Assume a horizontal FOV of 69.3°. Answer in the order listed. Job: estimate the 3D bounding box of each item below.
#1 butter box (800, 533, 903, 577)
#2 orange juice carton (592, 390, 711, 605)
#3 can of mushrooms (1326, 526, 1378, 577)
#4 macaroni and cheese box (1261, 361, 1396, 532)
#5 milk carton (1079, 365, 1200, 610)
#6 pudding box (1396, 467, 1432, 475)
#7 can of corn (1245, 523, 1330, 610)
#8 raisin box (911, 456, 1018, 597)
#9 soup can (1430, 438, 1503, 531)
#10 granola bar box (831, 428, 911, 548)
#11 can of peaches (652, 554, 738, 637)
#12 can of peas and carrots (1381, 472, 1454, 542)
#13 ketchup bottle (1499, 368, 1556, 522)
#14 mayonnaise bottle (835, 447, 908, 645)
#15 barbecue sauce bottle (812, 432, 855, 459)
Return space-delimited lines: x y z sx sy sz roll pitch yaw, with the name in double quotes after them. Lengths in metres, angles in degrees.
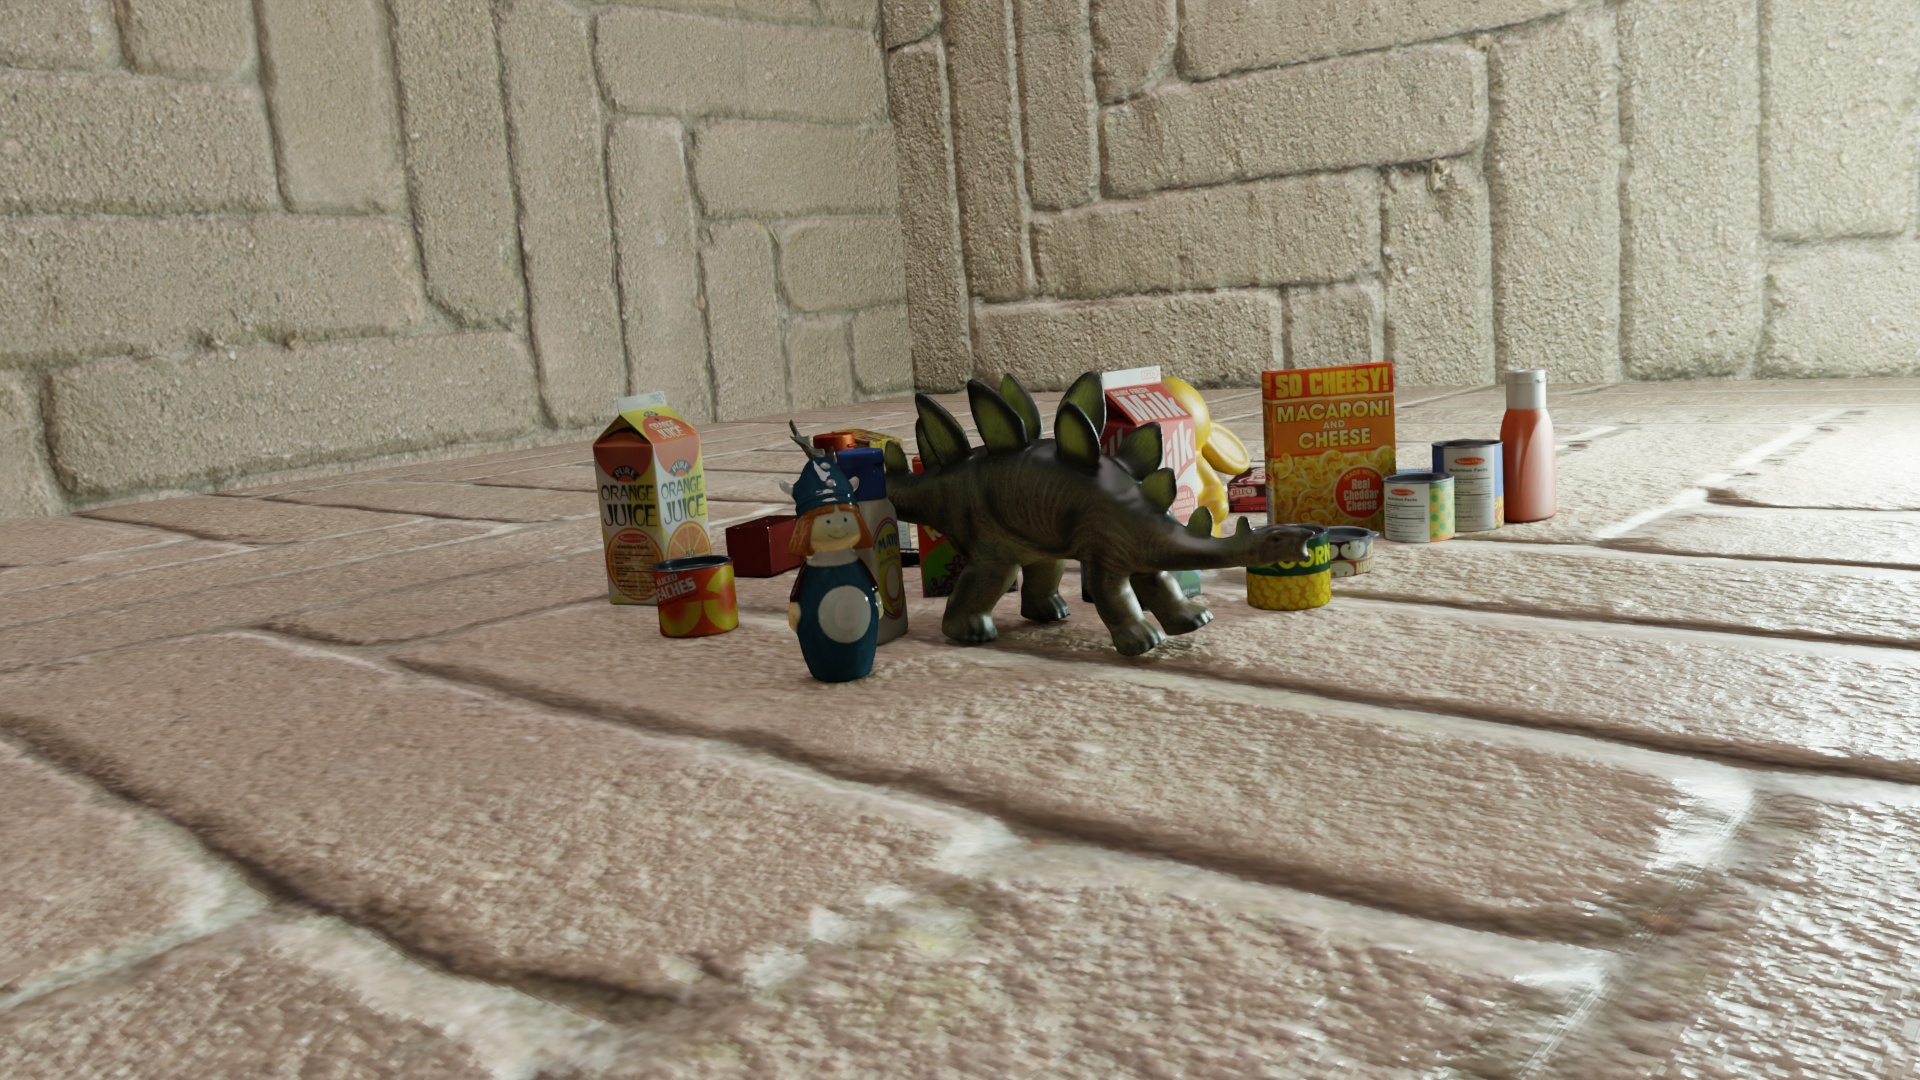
-0.106 0.012 1.319 0.103 0.053 0.024 1 10 29 "butter box"
-0.287 -0.040 1.292 0.073 0.192 0.072 0 10 26 "orange juice carton"
0.327 0.009 1.206 0.071 0.033 0.071 -4 9 1 "can of mushrooms"
0.364 -0.089 1.374 0.124 0.166 0.040 -4 9 -1 "macaroni and cheese box"
0.144 -0.045 1.138 0.072 0.190 0.073 -12 12 -40 "milk carton"
0.460 -0.050 1.451 0.084 0.049 0.030 -2 9 11 "pudding box"
0.259 0.021 1.095 0.071 0.058 0.071 -4 9 1 "can of corn"
0.004 -0.015 1.224 0.086 0.123 0.040 -4 9 4 "raisin box"
0.498 -0.055 1.365 0.071 0.083 0.071 -4 9 1 "soup can"
-0.098 -0.053 1.490 0.039 0.124 0.165 -7 10 -18 "granola bar box"
-0.221 0.046 1.153 0.071 0.058 0.071 -4 9 1 "can of peaches"
0.439 -0.032 1.328 0.071 0.058 0.071 -4 9 1 "can of peas and carrots"
0.560 -0.094 1.374 0.065 0.148 0.043 -10 11 -32 "ketchup bottle"
-0.071 0.004 1.069 0.041 0.147 0.065 0 10 26 "mayonnaise bottle"
-0.105 -0.020 1.225 0.043 0.148 0.065 1 10 29 "barbecue sauce bottle"
